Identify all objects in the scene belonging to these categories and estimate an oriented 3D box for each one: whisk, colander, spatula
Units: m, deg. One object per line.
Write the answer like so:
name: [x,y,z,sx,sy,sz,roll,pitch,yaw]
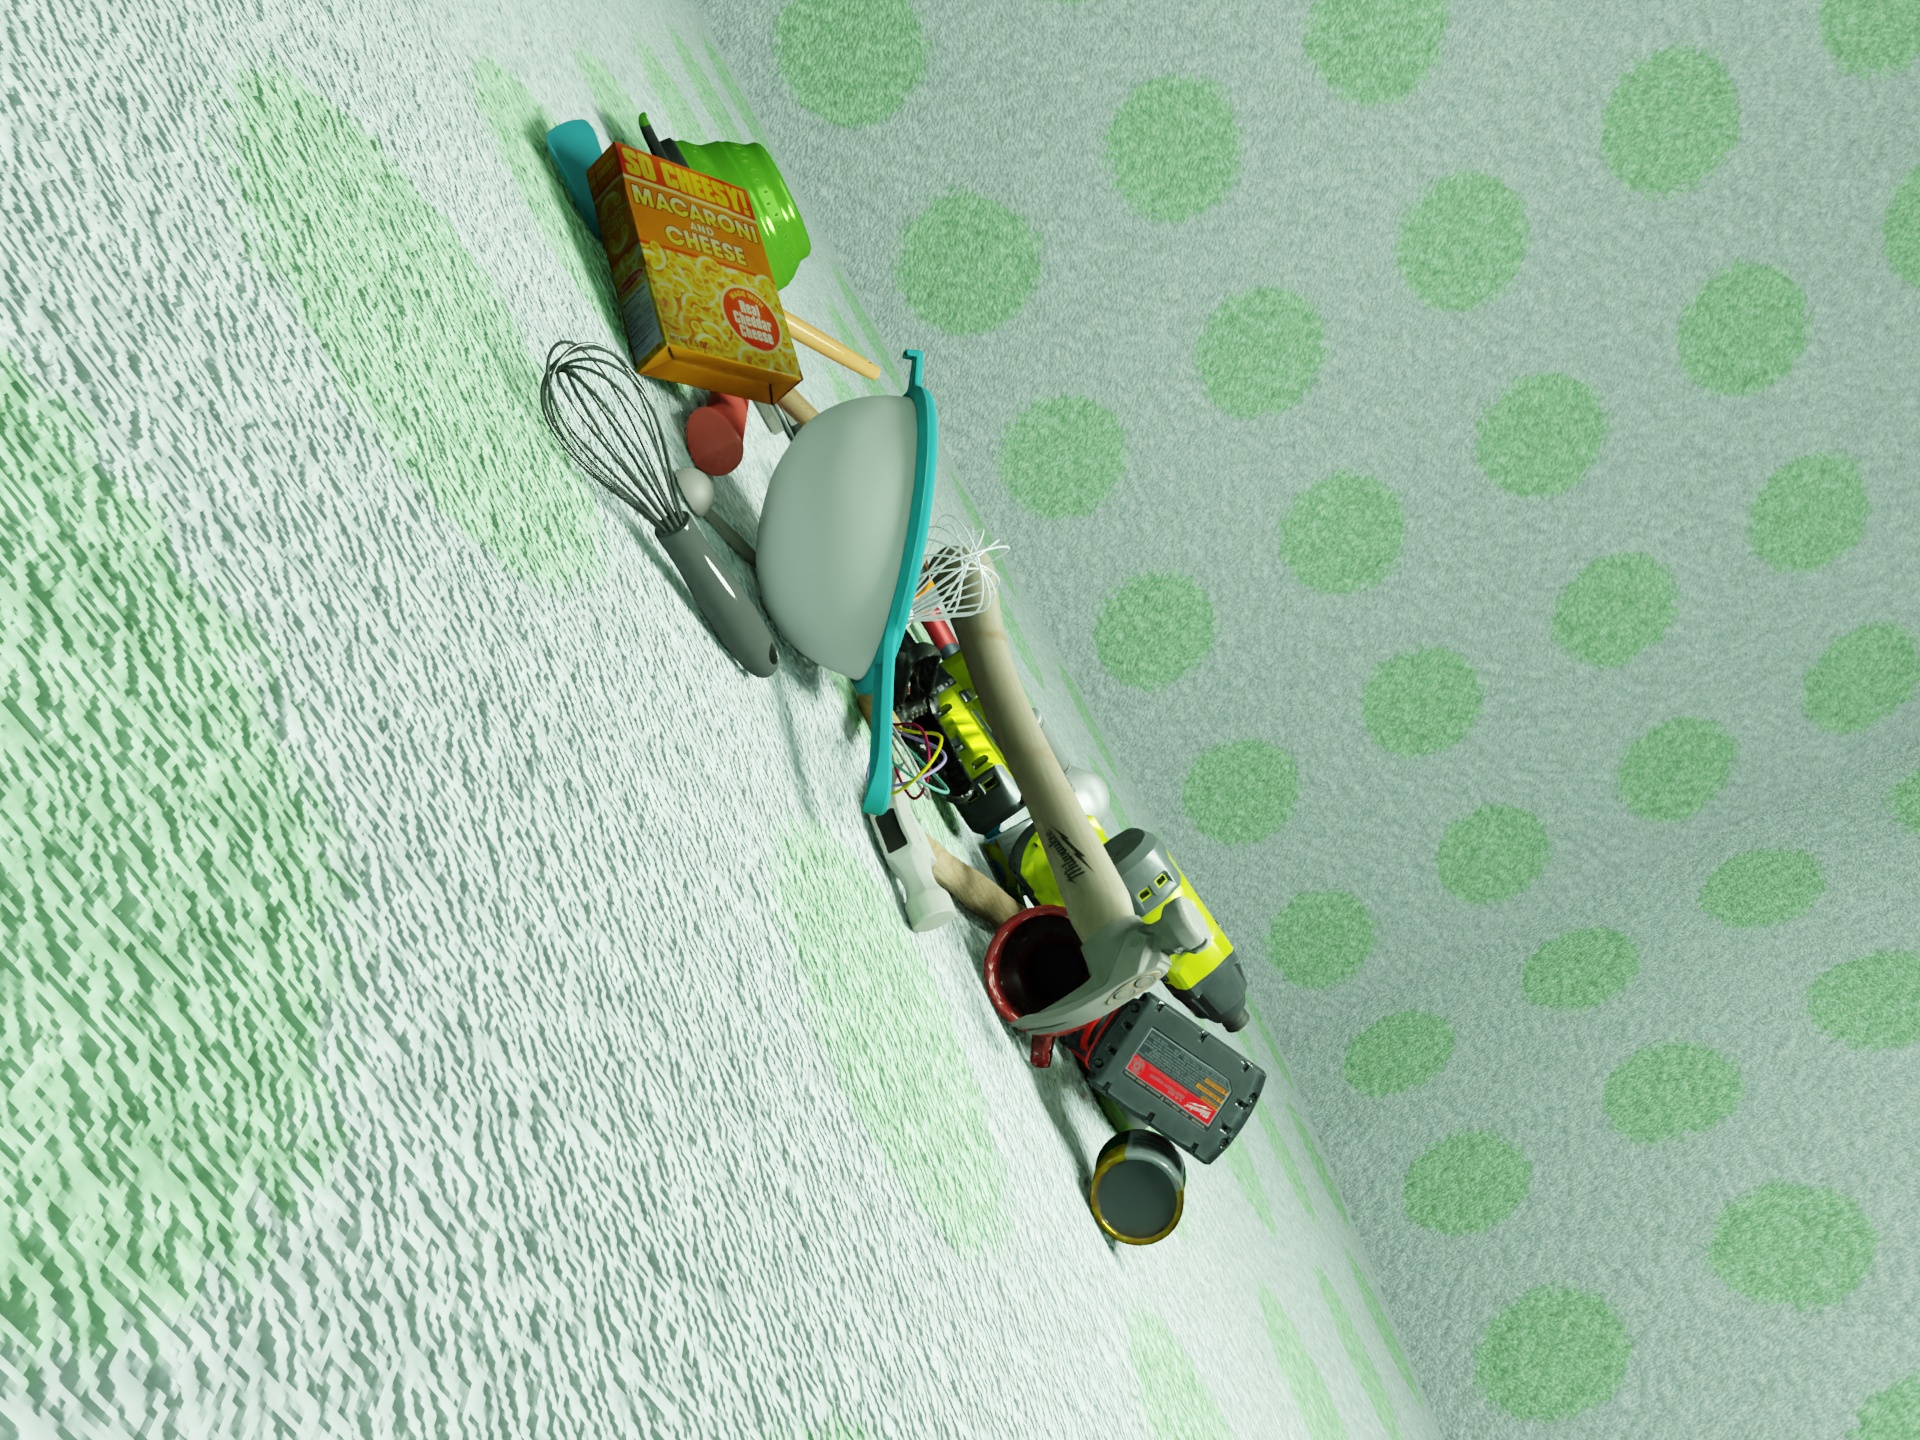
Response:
whisk: [-0.044,0.009,1.090,0.051,0.047,0.245,17,9,-13]
whisk: [-0.035,-0.082,1.141,0.070,0.070,0.284,62,-22,0]
colander: [-0.165,-0.390,1.481,0.396,0.094,0.205,64,-3,-17]
whisk: [-0.159,-0.109,0.880,0.055,0.055,0.238,-108,172,-49]
spatula: [-0.185,-0.361,1.304,0.322,0.041,0.081,23,29,-38]
spatula: [-0.186,-0.308,1.180,0.317,0.044,0.082,43,26,-13]

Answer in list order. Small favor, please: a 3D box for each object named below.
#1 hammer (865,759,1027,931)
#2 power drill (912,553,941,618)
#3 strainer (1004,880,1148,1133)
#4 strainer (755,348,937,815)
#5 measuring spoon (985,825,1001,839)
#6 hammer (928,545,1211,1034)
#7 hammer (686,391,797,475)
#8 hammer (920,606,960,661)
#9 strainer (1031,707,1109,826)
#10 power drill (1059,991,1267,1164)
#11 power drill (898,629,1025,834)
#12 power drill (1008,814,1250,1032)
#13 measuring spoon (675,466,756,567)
hammer: [0.005,0.121,1.181,0.130,0.031,0.331,66,9,24]
power drill: [-0.084,-0.161,1.384,0.164,0.084,0.226,61,4,-1]
strainer: [0.122,0.241,1.375,0.256,0.069,0.151,62,8,-10]
strainer: [-0.085,-0.081,1.026,0.210,0.095,0.341,113,-18,-45]
measuring spoon: [0.042,0.103,1.487,0.128,0.021,0.042,46,18,-57]
hammer: [0.042,0.029,1.168,0.038,0.146,0.411,35,26,-48]
hammer: [-0.176,-0.250,1.253,0.149,0.036,0.359,58,9,-24]
hammer: [-0.010,-0.069,1.627,0.386,0.038,0.143,61,-1,-20]
strainer: [0.091,0.043,1.388,0.087,0.050,0.258,65,5,30]
power drill: [0.153,0.267,1.212,0.143,0.078,0.219,35,-7,3]
power drill: [-0.002,-0.004,1.385,0.190,0.080,0.228,55,11,2]
power drill: [0.132,0.152,1.233,0.171,0.080,0.223,54,-11,-15]
measuring spoon: [-0.154,-0.134,1.065,0.034,0.018,0.124,66,8,27]
